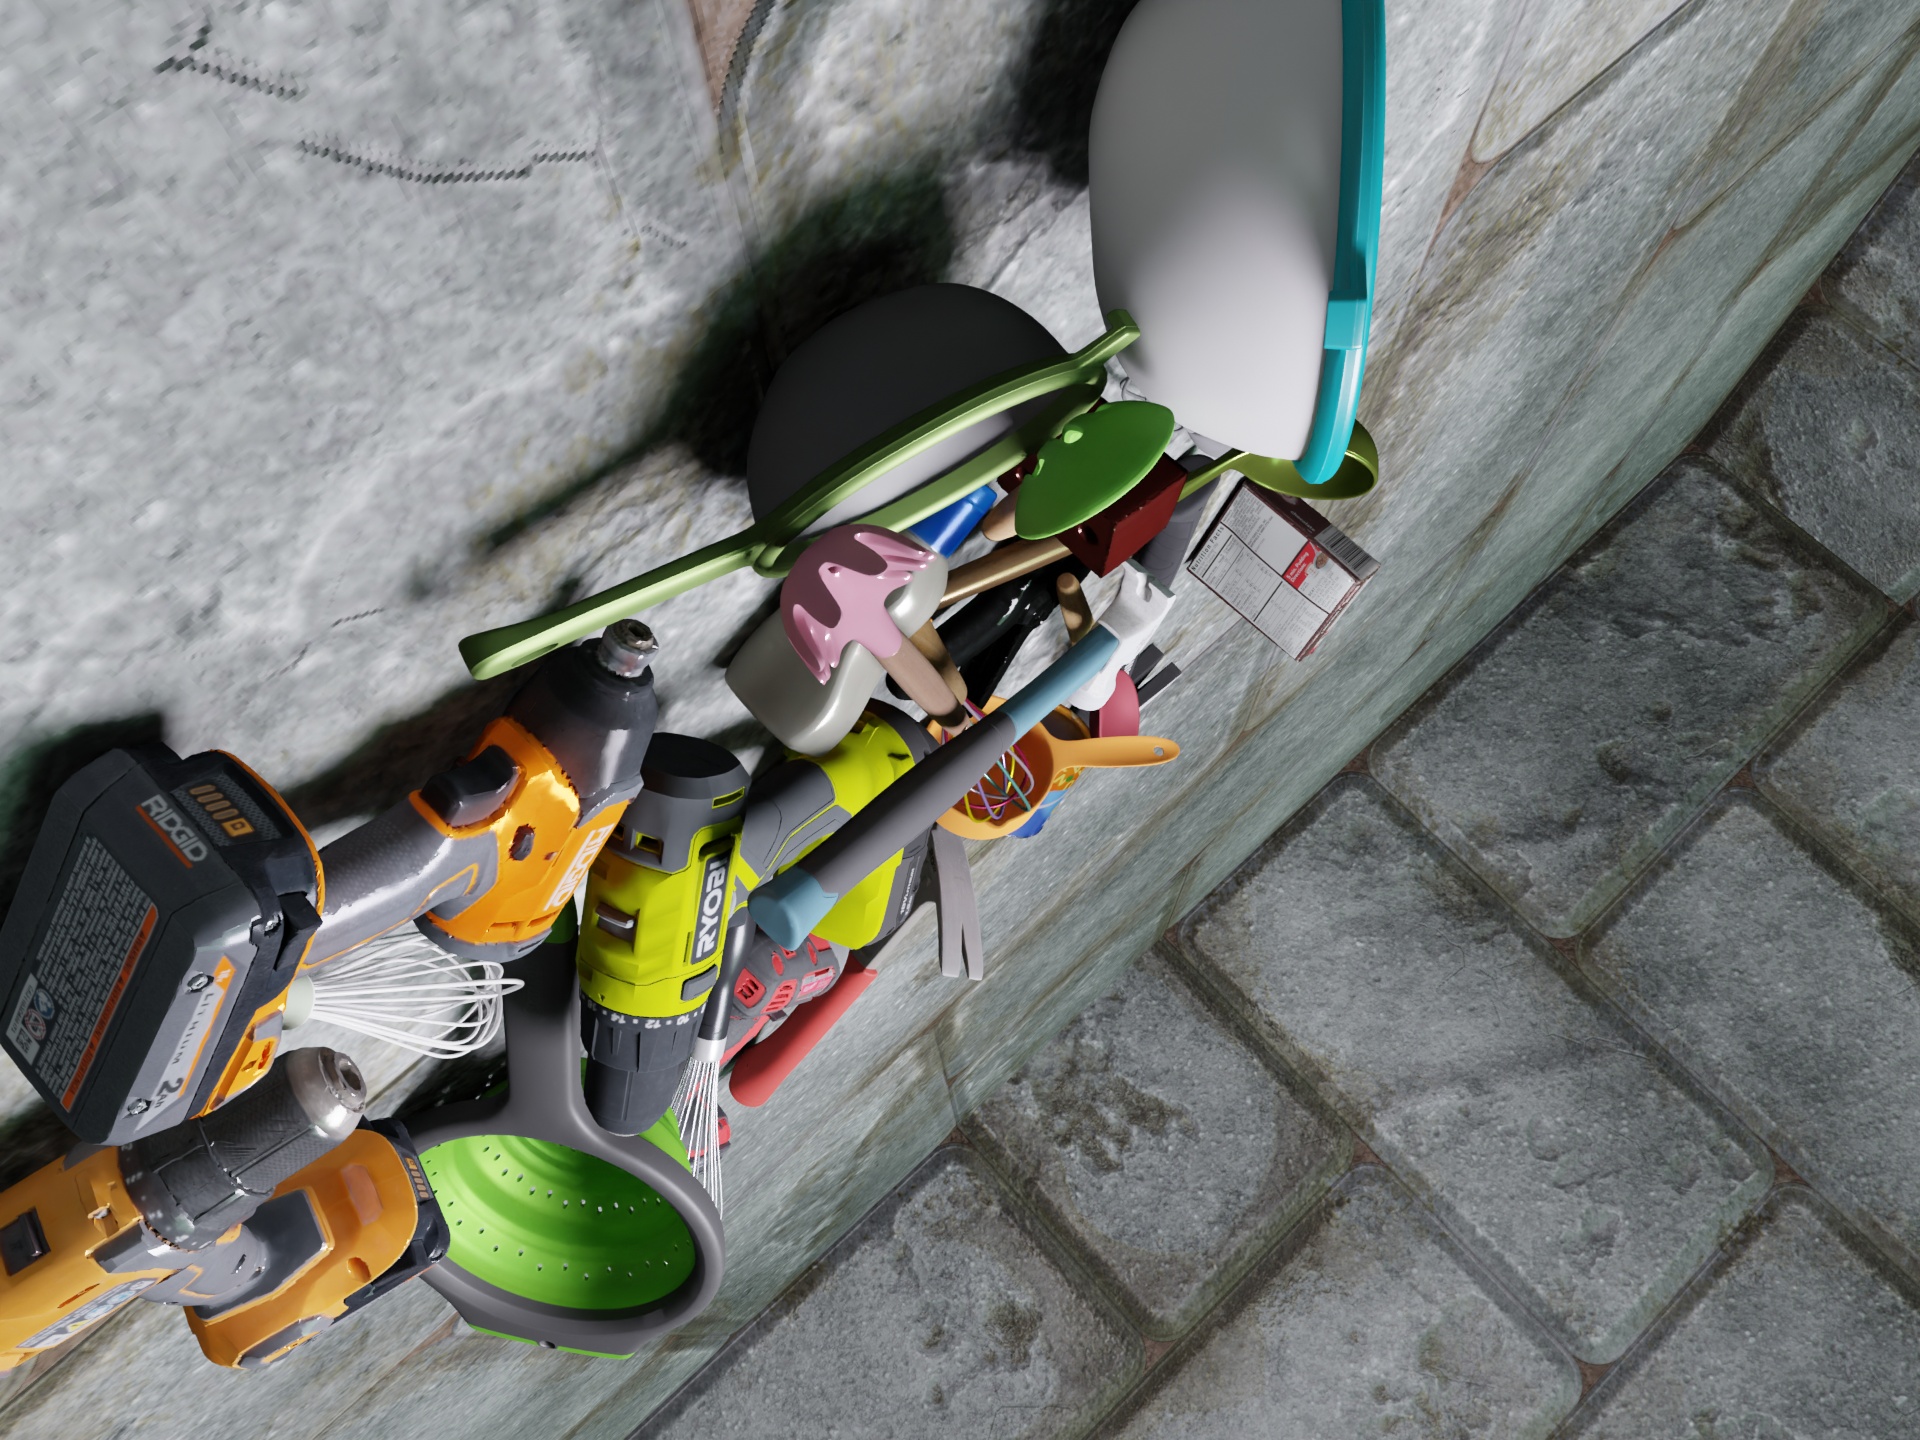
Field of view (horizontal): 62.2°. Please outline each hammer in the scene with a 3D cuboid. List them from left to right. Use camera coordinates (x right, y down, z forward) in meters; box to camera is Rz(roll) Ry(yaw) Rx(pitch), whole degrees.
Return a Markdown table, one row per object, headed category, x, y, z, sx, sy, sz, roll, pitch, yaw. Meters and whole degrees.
| category | x | y | z | sx | sy | sz | roll | pitch | yaw |
| --- | --- | --- | --- | --- | --- | --- | --- | --- | --- |
| hammer | -0.088 | 0.205 | 1.176 | 0.036 | 0.149 | 0.359 | 12 | 138 | -27 |
| hammer | 0.010 | 0.013 | 0.788 | 0.331 | 0.033 | 0.128 | -39 | 166 | -44 |
| hammer | 0.130 | -0.076 | 1.136 | 0.146 | 0.035 | 0.334 | -36 | 161 | -24 |

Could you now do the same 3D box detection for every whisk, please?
| category | x | y | z | sx | sy | sz | roll | pitch | yaw |
| --- | --- | --- | --- | --- | --- | --- | --- | --- | --- |
| whisk | -0.264 | 0.112 | 0.643 | 0.059 | 0.058 | 0.246 | -17 | 167 | 18 |
| whisk | -0.165 | 0.233 | 1.001 | 0.070 | 0.070 | 0.284 | -12 | 119 | -61 |
| whisk | -0.002 | -0.001 | 0.873 | 0.047 | 0.051 | 0.244 | -35 | 151 | -3 |
| whisk | 0.134 | -0.176 | 0.893 | 0.055 | 0.055 | 0.239 | -48 | 168 | 12 |

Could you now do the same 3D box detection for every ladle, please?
| category | x | y | z | sx | sy | sz | roll | pitch | yaw |
| --- | --- | --- | --- | --- | --- | --- | --- | --- | --- |
| ladle | 0.086 | -0.033 | 1.016 | 0.315 | 0.031 | 0.069 | 56 | 43 | -71 |
| ladle | 0.090 | -0.099 | 0.860 | 0.320 | 0.062 | 0.078 | -24 | 179 | -19 |

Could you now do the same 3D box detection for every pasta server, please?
| category | x | y | z | sx | sy | sz | roll | pitch | yaw |
| --- | --- | --- | --- | --- | --- | --- | --- | --- | --- |
| pasta server | -0.021 | -0.023 | 0.682 | 0.060 | 0.040 | 0.316 | -49 | 166 | -2 |

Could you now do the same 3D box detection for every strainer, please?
| category | x | y | z | sx | sy | sz | roll | pitch | yaw |
| --- | --- | --- | --- | --- | --- | --- | --- | --- | --- |
| strainer | -0.069 | -0.095 | 0.576 | 0.256 | 0.069 | 0.151 | -27 | 178 | -20 |
| strainer | 0.100 | -0.183 | 0.655 | 0.095 | 0.211 | 0.340 | 1 | 169 | 4 |

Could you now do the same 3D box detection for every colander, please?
| category | x | y | z | sx | sy | sz | roll | pitch | yaw |
| --- | --- | --- | --- | --- | --- | --- | --- | --- | --- |
| colander | -0.217 | 0.201 | 0.878 | 0.095 | 0.204 | 0.396 | -78 | 178 | -52 |

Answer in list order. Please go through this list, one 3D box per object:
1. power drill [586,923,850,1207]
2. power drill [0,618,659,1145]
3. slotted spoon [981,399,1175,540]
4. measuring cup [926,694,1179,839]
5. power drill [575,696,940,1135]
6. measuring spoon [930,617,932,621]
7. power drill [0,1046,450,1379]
| category | x | y | z | sx | sy | sz | roll | pitch | yaw |
| --- | --- | --- | --- | --- | --- | --- | --- | --- | --- |
| power drill | -0.163 | 0.222 | 1.098 | 0.219 | 0.079 | 0.143 | -53 | 162 | 16 |
| power drill | -0.201 | 0.041 | 0.562 | 0.164 | 0.084 | 0.226 | -54 | 166 | 27 |
| slotted spoon | 0.033 | -0.097 | 0.691 | 0.070 | 0.031 | 0.314 | -43 | -175 | -3 |
| measuring cup | 0.055 | 0.031 | 1.040 | 0.173 | 0.095 | 0.052 | -3 | 158 | -13 |
| power drill | -0.104 | 0.087 | 0.795 | 0.228 | 0.080 | 0.190 | -24 | 129 | -60 |
| measuring spoon | -0.061 | -0.032 | 0.838 | 0.117 | 0.011 | 0.021 | -30 | 172 | -32 |
| power drill | -0.304 | 0.210 | 0.685 | 0.185 | 0.084 | 0.226 | -32 | 159 | -3 |
